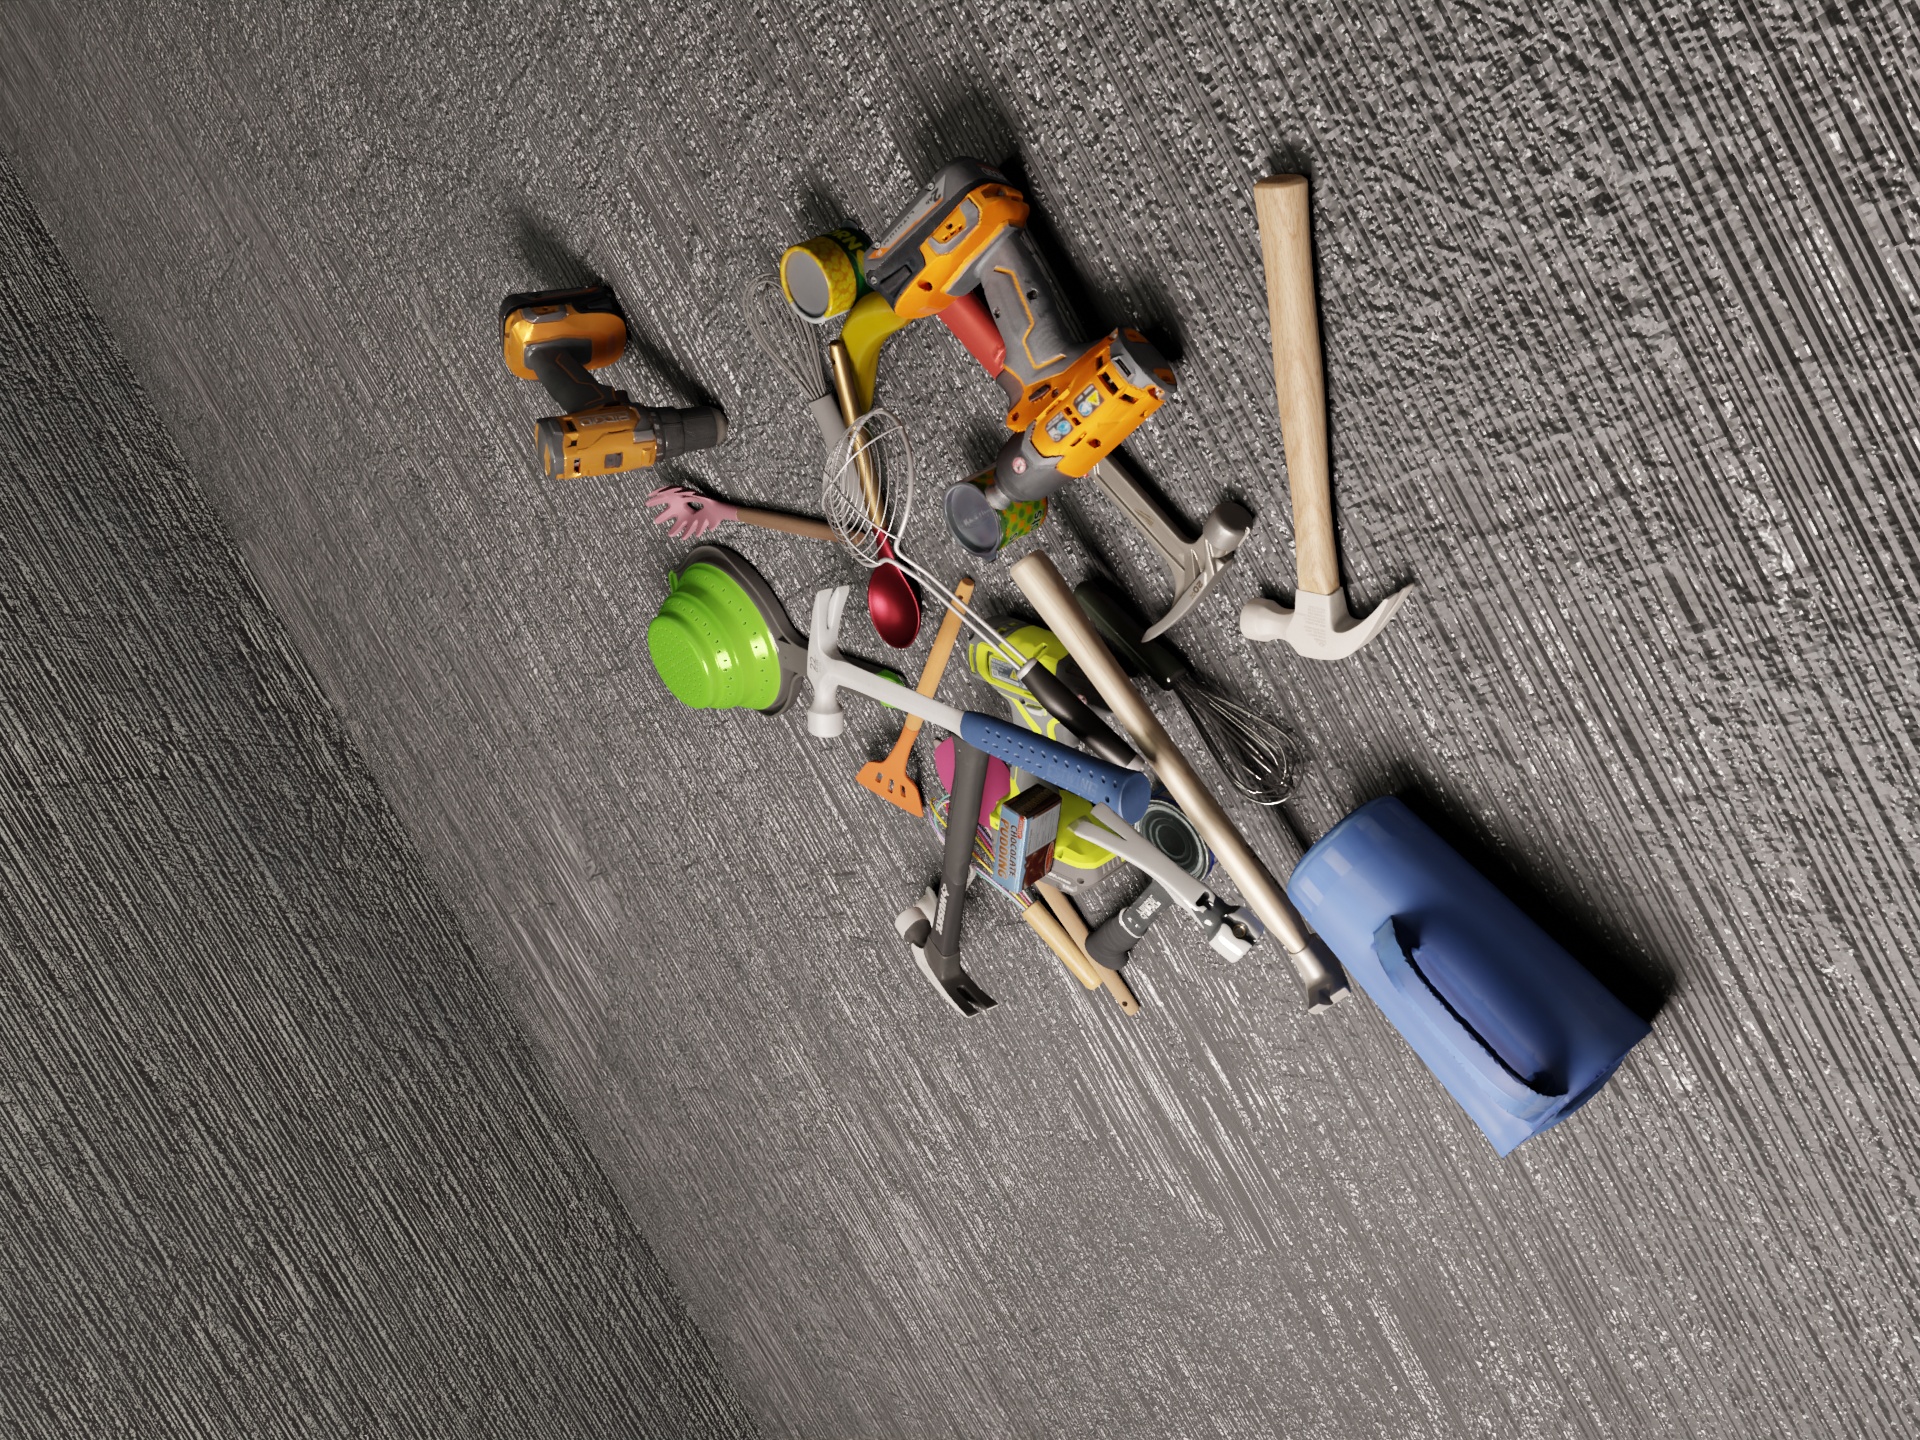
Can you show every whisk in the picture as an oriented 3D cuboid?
[{"bbox_3d":[-0.128,-0.286,1.426,0.055,0.055,0.238,-4,117,53],"label":"whisk"},{"bbox_3d":[0.055,0.165,1.563,0.245,0.051,0.047,48,166,7],"label":"whisk"},{"bbox_3d":[0.175,-0.027,1.254,0.246,0.057,0.059,47,110,21],"label":"whisk"}]

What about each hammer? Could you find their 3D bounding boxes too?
[{"bbox_3d":[0.166,0.042,1.219,0.038,0.146,0.410,-36,87,11],"label":"hammer"},{"bbox_3d":[-0.001,0.134,1.470,0.146,0.035,0.334,51,147,37],"label":"hammer"},{"bbox_3d":[0.070,-0.229,1.229,0.359,0.037,0.149,50,145,11],"label":"hammer"},{"bbox_3d":[0.141,0.161,1.313,0.149,0.036,0.408,40,167,8],"label":"hammer"},{"bbox_3d":[0.231,-0.192,1.060,0.130,0.031,0.331,18,129,44],"label":"hammer"},{"bbox_3d":[-0.002,-0.004,1.323,0.406,0.035,0.144,23,120,45],"label":"hammer"}]

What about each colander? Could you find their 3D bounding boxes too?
[{"bbox_3d":[-0.215,-0.059,1.669,0.397,0.094,0.204,20,131,42],"label":"colander"}]

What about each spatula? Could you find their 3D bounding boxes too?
[{"bbox_3d":[-0.036,-0.017,1.526,0.081,0.041,0.322,29,132,7],"label":"spatula"}]

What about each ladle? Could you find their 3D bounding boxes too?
[{"bbox_3d":[-0.079,-0.195,1.415,0.069,0.031,0.315,25,142,35],"label":"ladle"}]

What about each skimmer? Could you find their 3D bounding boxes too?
[{"bbox_3d":[0.024,-0.100,1.292,0.363,0.090,0.127,43,139,1],"label":"skimmer"}]

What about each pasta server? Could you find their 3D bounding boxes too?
[{"bbox_3d":[-0.209,-0.200,1.602,0.316,0.040,0.060,17,141,43],"label":"pasta server"}]

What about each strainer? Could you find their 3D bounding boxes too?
[{"bbox_3d":[-0.018,0.191,1.622,0.258,0.050,0.087,115,139,-62],"label":"strainer"}]

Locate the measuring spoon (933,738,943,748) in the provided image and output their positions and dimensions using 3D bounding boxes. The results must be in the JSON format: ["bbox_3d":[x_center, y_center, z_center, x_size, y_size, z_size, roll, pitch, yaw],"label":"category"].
[{"bbox_3d":[0.009,0.067,1.554,0.124,0.018,0.034,49,145,14],"label":"measuring spoon"}]

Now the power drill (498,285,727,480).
[{"bbox_3d":[-0.350,-0.336,1.588,0.226,0.185,0.084,61,151,31],"label":"power drill"}]

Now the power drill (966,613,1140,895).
[{"bbox_3d":[0.087,0.031,1.380,0.171,0.080,0.223,23,130,40],"label":"power drill"}]

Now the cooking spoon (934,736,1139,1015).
[{"bbox_3d":[0.077,0.149,1.521,0.068,0.017,0.319,-34,92,27],"label":"cooking spoon"}]

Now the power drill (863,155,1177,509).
[{"bbox_3d":[0.031,-0.273,1.157,0.164,0.084,0.226,-41,80,27],"label":"power drill"}]
